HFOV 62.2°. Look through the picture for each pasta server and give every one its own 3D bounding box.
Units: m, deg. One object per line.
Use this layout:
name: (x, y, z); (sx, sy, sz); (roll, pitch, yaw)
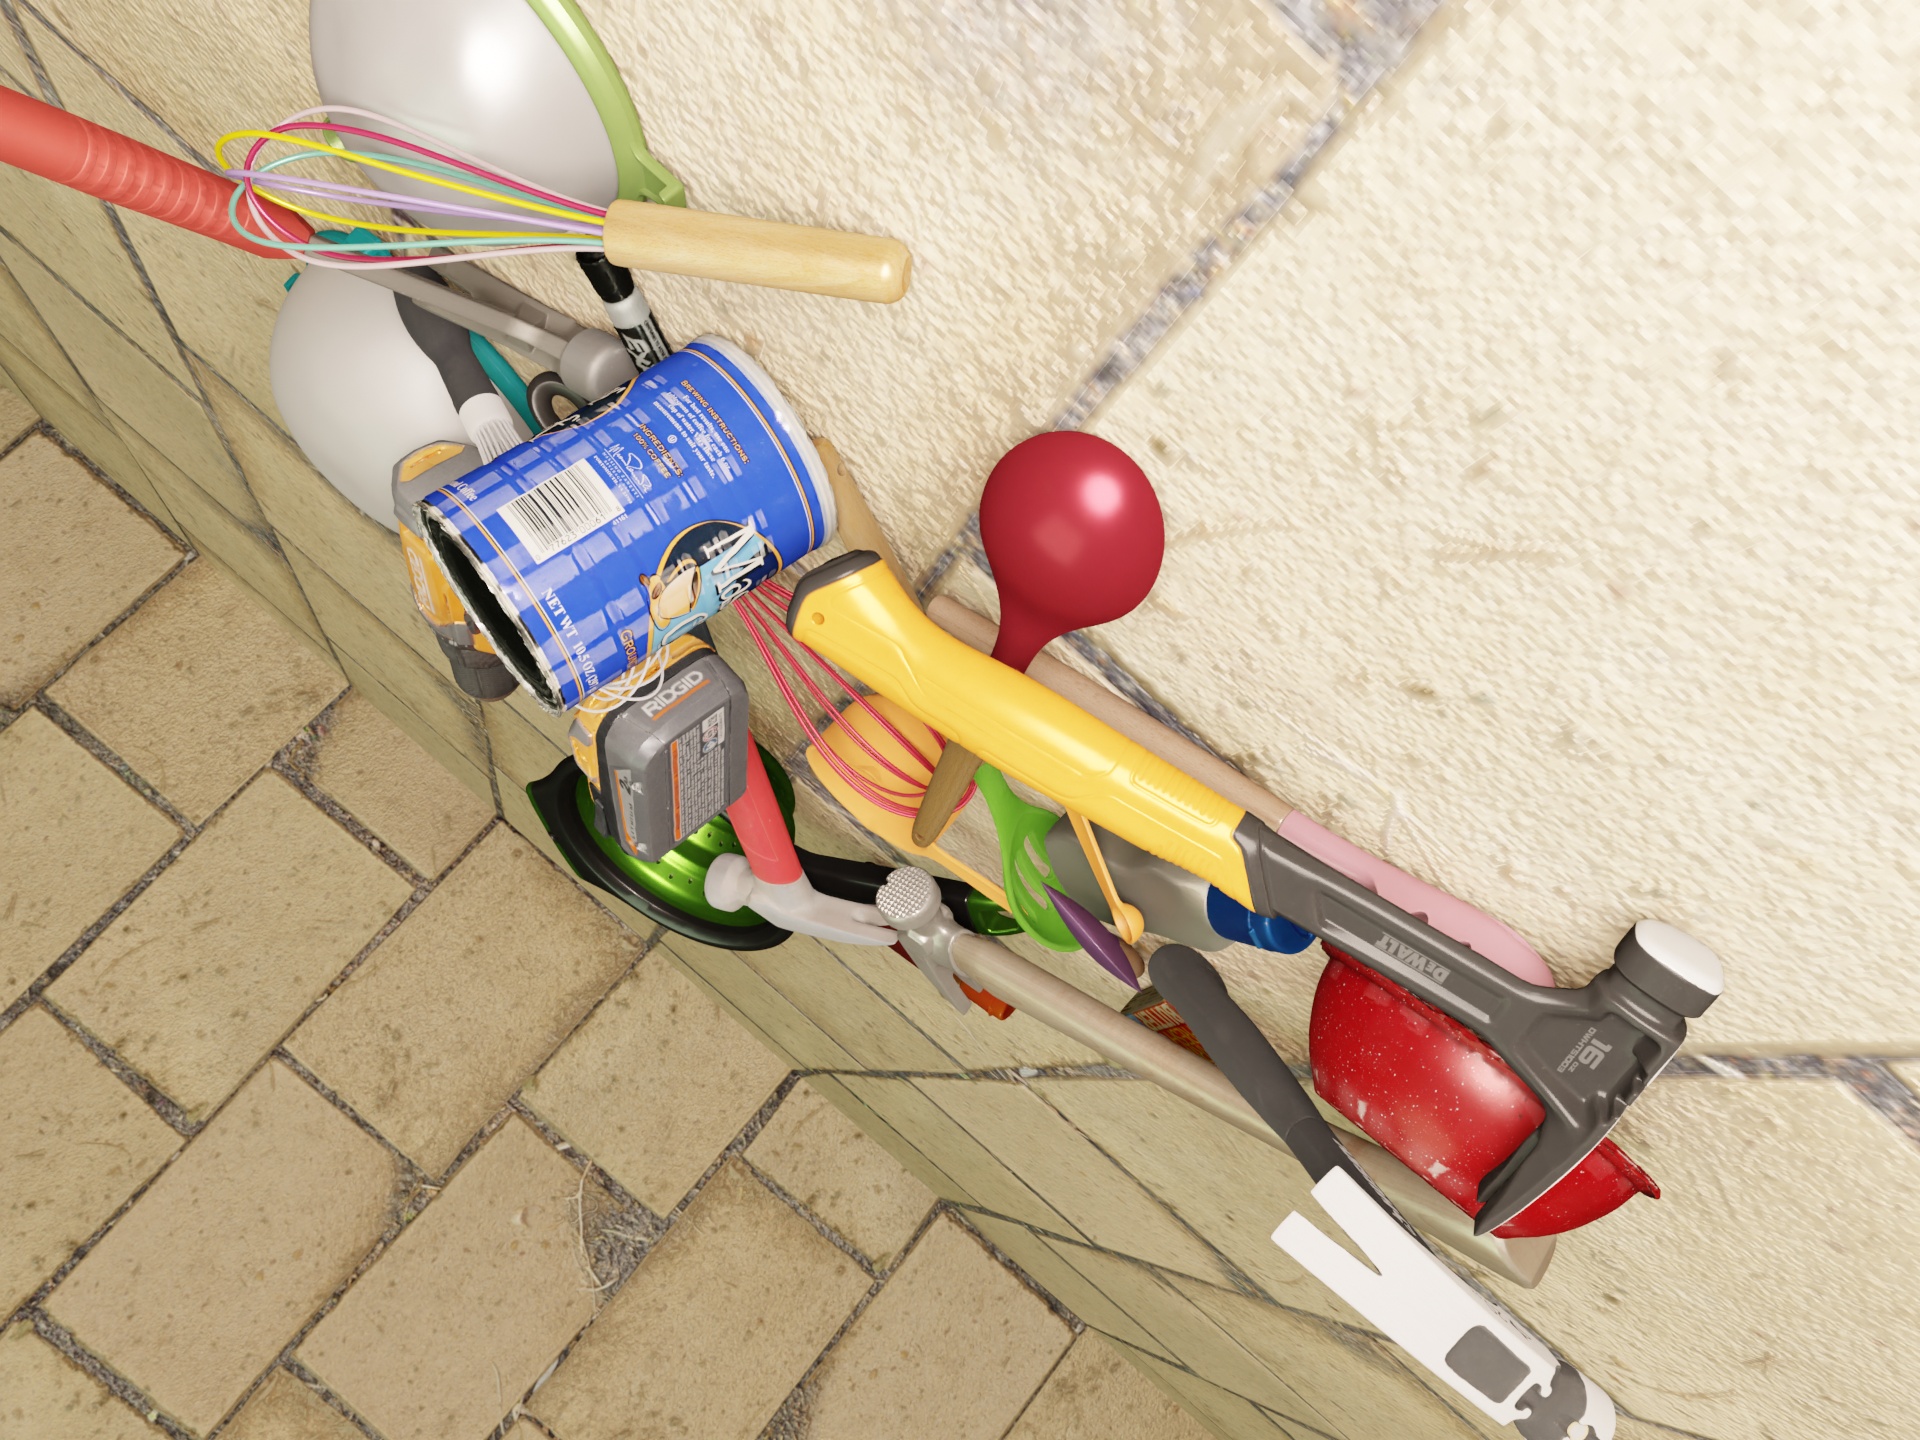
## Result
pasta server: (0.104, 0.034, 0.645); (0.316, 0.040, 0.060); (33, 176, 24)

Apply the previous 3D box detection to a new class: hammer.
hammer: (0.080, 0.044, 0.563); (0.337, 0.034, 0.127); (32, 117, 9)
hammer: (0.131, 0.203, 0.896); (0.411, 0.038, 0.146); (23, 157, 34)
hammer: (-0.132, -0.007, 0.919); (0.143, 0.038, 0.385); (10, 138, 24)
hammer: (-0.286, -0.197, 0.607); (0.149, 0.036, 0.359); (30, -169, 26)
hammer: (0.146, 0.176, 0.705); (0.146, 0.035, 0.335); (40, -175, -19)

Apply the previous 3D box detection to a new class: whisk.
whisk: (-0.220, -0.123, 0.777); (0.285, 0.070, 0.070); (59, 167, 20)
whisk: (-0.137, -0.166, 0.529); (0.245, 0.051, 0.047); (11, 138, 9)
whisk: (-0.101, -0.061, 0.784); (0.295, 0.073, 0.073); (45, 161, -8)

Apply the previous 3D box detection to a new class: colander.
colander: (-0.116, 0.077, 1.113); (0.397, 0.094, 0.204); (7, 137, 28)

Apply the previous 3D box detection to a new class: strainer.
strainer: (-0.222, -0.234, 0.623); (0.256, 0.069, 0.151); (12, 146, 52)
strainer: (-0.295, -0.128, 0.961); (0.340, 0.095, 0.211); (52, 158, -26)

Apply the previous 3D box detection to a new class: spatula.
spatula: (0.075, 0.115, 0.782); (0.060, 0.018, 0.315); (48, 180, 15)

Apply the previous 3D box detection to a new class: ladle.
ladle: (0.012, -0.011, 0.654); (0.069, 0.031, 0.315); (35, 152, 6)

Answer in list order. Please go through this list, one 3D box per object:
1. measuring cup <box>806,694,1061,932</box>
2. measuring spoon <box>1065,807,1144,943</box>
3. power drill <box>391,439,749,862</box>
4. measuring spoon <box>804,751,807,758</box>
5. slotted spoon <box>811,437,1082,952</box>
measuring cup: (-0.002, 0.051, 0.868); (0.174, 0.052, 0.095); (36, 161, 9)
measuring spoon: (0.060, 0.047, 0.733); (0.021, 0.011, 0.117); (120, 129, -73)
power drill: (-0.218, -0.025, 0.869); (0.226, 0.084, 0.185); (40, 149, 19)
measuring spoon: (-0.064, 0.041, 1.029); (0.124, 0.018, 0.034); (30, 160, 48)
slotted spoon: (-0.001, -0.002, 0.755); (0.031, 0.070, 0.313); (-3, 132, 32)
